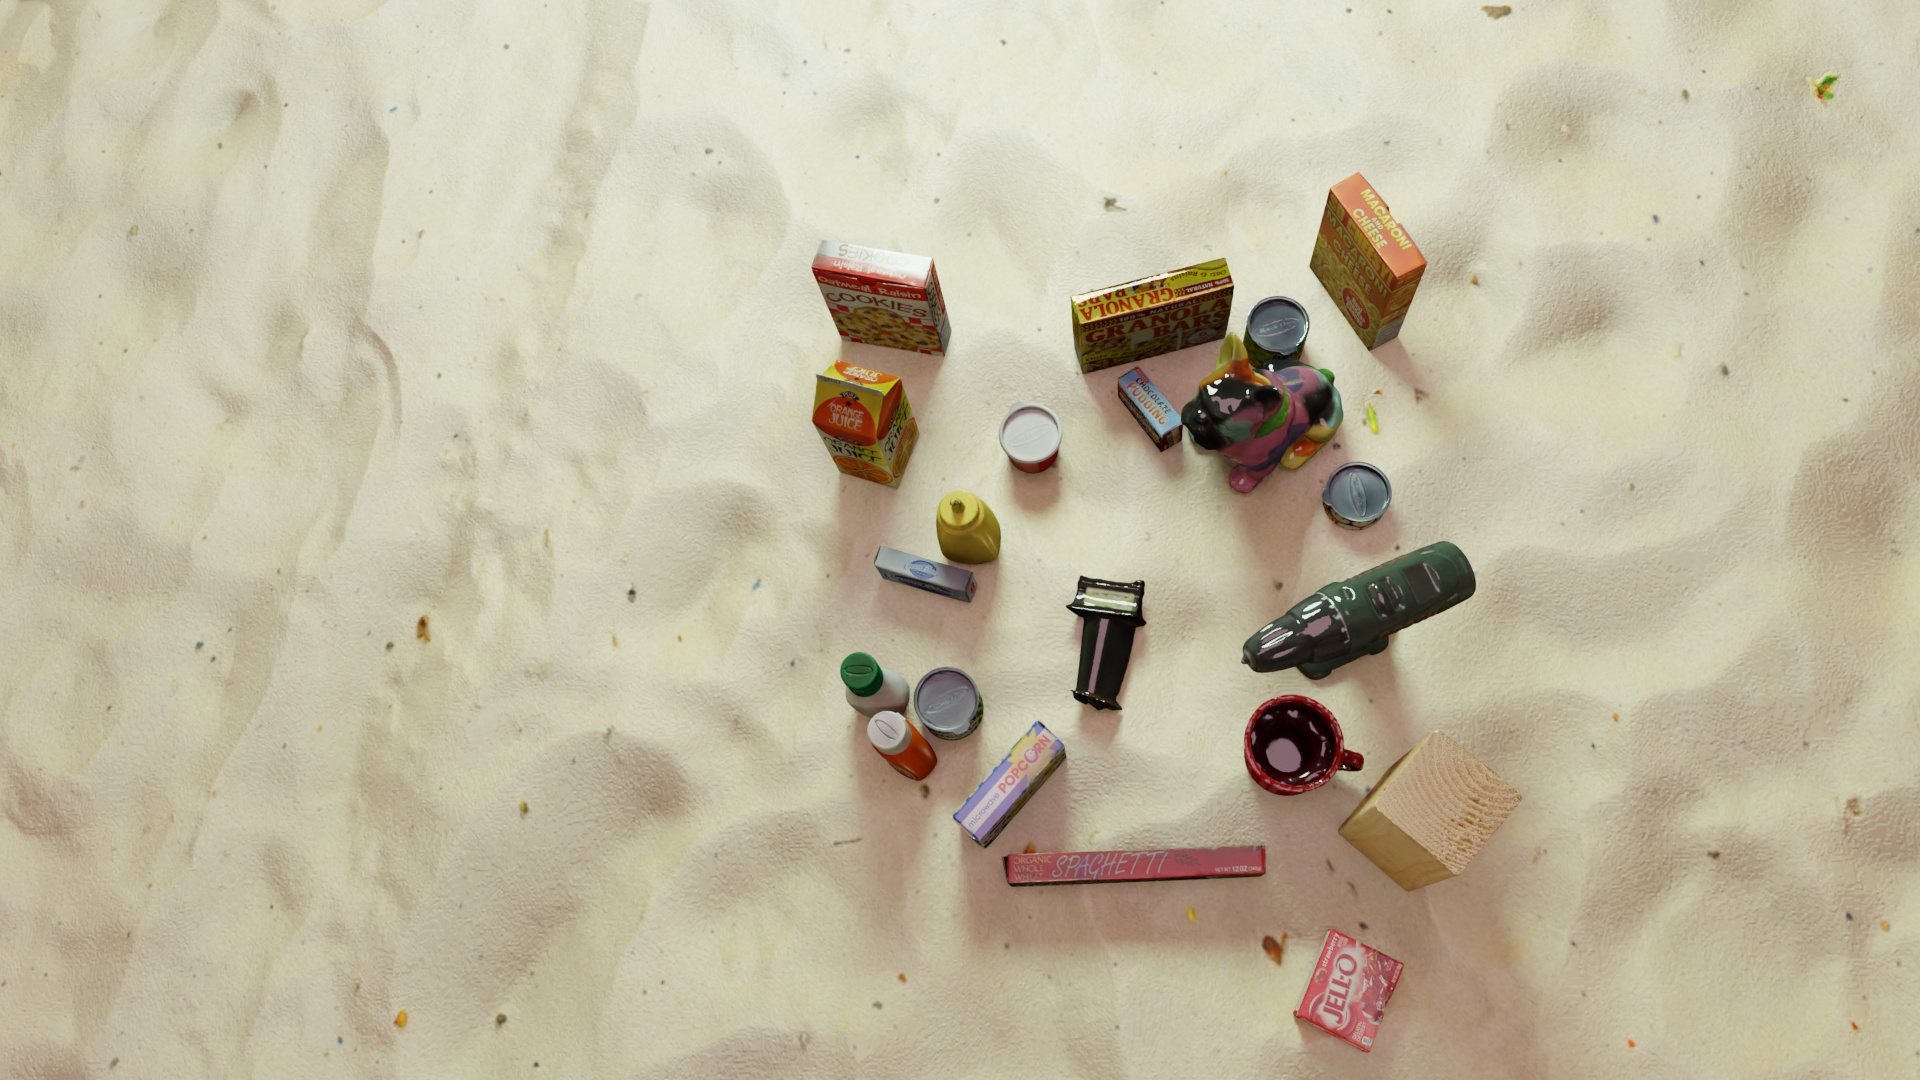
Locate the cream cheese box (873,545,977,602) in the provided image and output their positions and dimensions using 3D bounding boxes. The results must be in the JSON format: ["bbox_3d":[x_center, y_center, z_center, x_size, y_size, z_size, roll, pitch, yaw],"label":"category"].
[{"bbox_3d":[-0.036,0.036,1.454,0.104,0.053,0.024,16,75,11],"label":"cream cheese box"}]

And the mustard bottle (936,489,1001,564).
[{"bbox_3d":[0.005,-0.018,1.411,0.065,0.160,0.049,-1,72,6],"label":"mustard bottle"}]

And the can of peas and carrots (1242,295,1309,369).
[{"bbox_3d":[0.340,-0.219,1.495,0.071,0.058,0.071,-2,72,6],"label":"can of peas and carrots"}]

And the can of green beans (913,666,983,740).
[{"bbox_3d":[-0.011,0.166,1.406,0.071,0.057,0.071,-2,72,6],"label":"can of green beans"}]

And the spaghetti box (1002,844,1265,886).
[{"bbox_3d":[0.167,0.315,1.342,0.250,0.050,0.029,-4,72,5],"label":"spaghetti box"}]

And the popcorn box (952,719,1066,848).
[{"bbox_3d":[0.049,0.241,1.361,0.038,0.085,0.127,40,80,16],"label":"popcorn box"}]

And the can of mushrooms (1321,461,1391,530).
[{"bbox_3d":[0.409,-0.046,1.444,0.071,0.033,0.071,-2,72,6],"label":"can of mushrooms"}]

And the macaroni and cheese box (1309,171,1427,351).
[{"bbox_3d":[0.423,-0.290,1.452,0.040,0.166,0.124,-28,71,-3],"label":"macaroni and cheese box"}]

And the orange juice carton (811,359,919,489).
[{"bbox_3d":[-0.099,-0.125,1.441,0.072,0.192,0.073,17,75,11],"label":"orange juice carton"}]

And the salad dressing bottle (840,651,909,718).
[{"bbox_3d":[-0.087,0.144,1.374,0.064,0.147,0.044,1,73,7],"label":"salad dressing bottle"}]

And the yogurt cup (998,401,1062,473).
[{"bbox_3d":[0.076,-0.106,1.489,0.072,0.053,0.072,-2,72,6],"label":"yogurt cup"}]

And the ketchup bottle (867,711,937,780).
[{"bbox_3d":[-0.060,0.196,1.354,0.065,0.148,0.043,38,80,16],"label":"ketchup bottle"}]

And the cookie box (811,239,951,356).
[{"bbox_3d":[-0.082,-0.258,1.496,0.123,0.167,0.040,11,74,10],"label":"cookie box"}]

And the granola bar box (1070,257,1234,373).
[{"bbox_3d":[0.203,-0.237,1.481,0.165,0.124,0.039,-14,71,2],"label":"granola bar box"}]

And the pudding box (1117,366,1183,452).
[{"bbox_3d":[0.204,-0.141,1.489,0.030,0.049,0.084,-33,72,-5],"label":"pudding box"}]
